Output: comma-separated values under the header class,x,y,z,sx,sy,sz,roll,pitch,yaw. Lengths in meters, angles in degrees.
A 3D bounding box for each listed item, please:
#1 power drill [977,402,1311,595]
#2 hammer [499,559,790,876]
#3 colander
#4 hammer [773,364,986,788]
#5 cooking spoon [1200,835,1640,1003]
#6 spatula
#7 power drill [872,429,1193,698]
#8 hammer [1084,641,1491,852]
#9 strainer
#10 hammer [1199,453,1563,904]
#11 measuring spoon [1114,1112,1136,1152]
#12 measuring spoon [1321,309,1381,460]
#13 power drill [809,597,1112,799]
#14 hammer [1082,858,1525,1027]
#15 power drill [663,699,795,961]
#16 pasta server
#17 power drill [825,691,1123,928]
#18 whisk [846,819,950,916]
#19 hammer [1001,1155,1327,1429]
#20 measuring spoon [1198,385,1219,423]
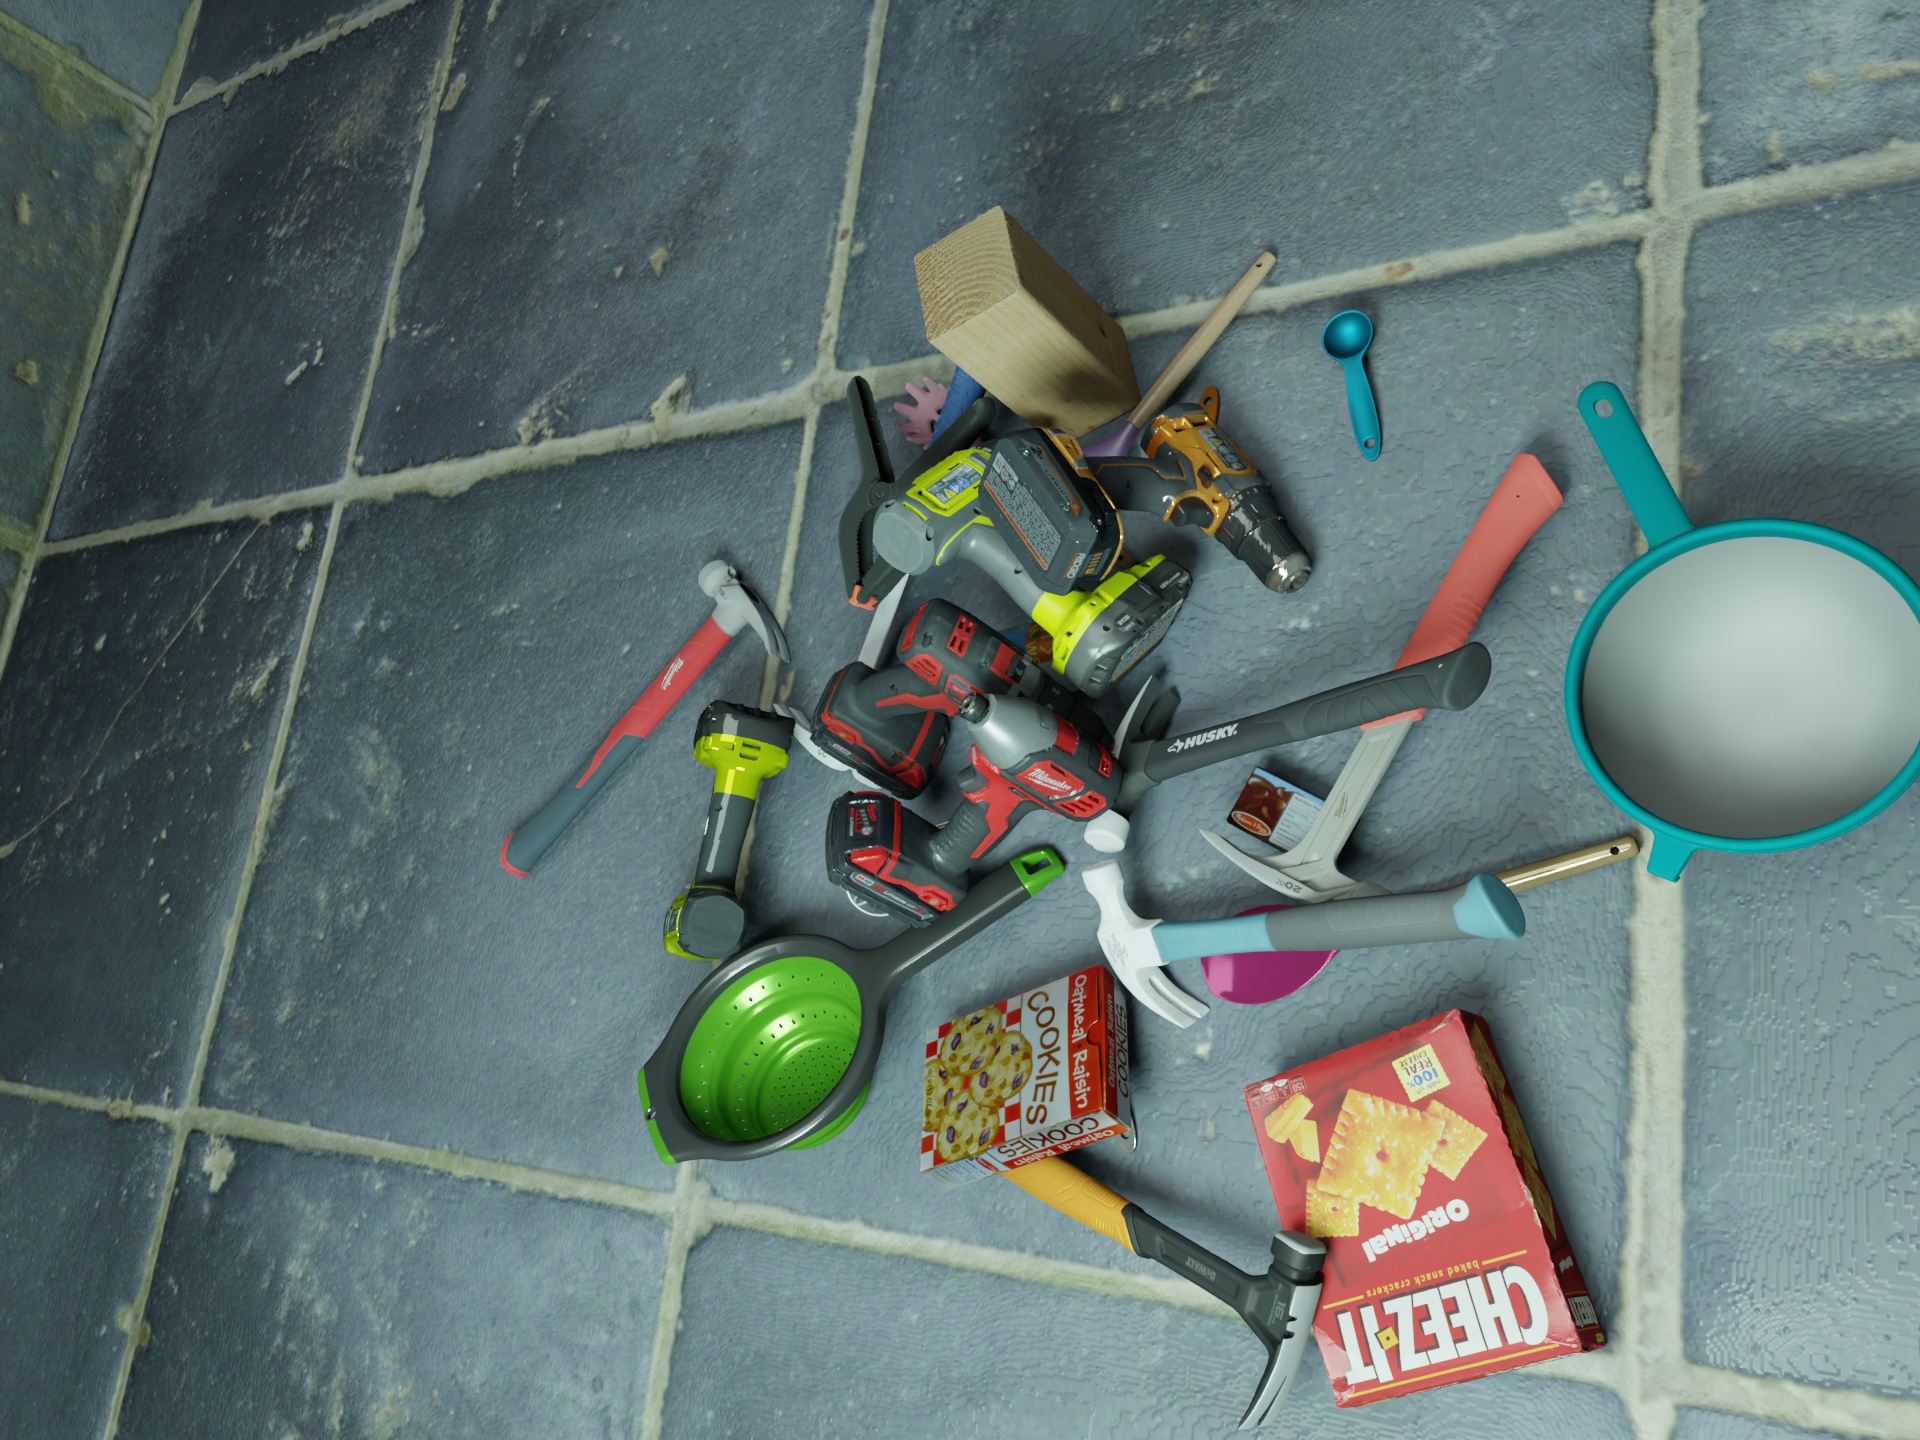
class,x,y,z,sx,sy,sz,roll,pitch,yaw
power drill,0.150,-0.158,1.223,0.185,0.226,0.084,57,143,27
hammer,-0.326,0.023,1.593,0.386,0.038,0.143,-48,55,12
colander,-0.072,0.241,1.314,0.397,0.094,0.205,-33,42,0
hammer,-0.053,-0.150,1.437,0.144,0.035,0.405,24,95,39
cooking spoon,0.313,0.135,1.116,0.319,0.017,0.069,-22,70,28
spatula,0.162,-0.272,1.353,0.060,0.018,0.316,41,94,28
power drill,0.068,-0.139,1.281,0.228,0.190,0.080,39,140,14
hammer,0.226,0.000,1.133,0.335,0.035,0.146,-20,40,48
strainer,0.481,-0.067,1.021,0.211,0.095,0.341,-27,60,23
hammer,0.318,-0.033,1.138,0.149,0.036,0.359,27,84,38
measuring spoon,0.113,0.269,1.215,0.034,0.018,0.124,-29,66,26
measuring spoon,0.318,-0.263,1.262,0.042,0.021,0.129,-15,74,29
power drill,-0.002,-0.004,1.288,0.226,0.187,0.080,-27,35,56
hammer,0.227,0.142,1.093,0.331,0.033,0.128,-14,96,46
power drill,-0.219,0.105,1.437,0.171,0.080,0.223,153,130,-69
pasta server,0.048,-0.216,1.417,0.316,0.040,0.060,43,107,36
power drill,0.001,0.062,1.219,0.219,0.143,0.079,-36,36,31
whisk,0.002,0.089,1.339,0.246,0.058,0.059,-35,91,17
hammer,0.108,0.360,1.131,0.337,0.034,0.127,18,94,49
measuring spoon,0.198,-0.228,1.331,0.021,0.011,0.117,5,76,36
